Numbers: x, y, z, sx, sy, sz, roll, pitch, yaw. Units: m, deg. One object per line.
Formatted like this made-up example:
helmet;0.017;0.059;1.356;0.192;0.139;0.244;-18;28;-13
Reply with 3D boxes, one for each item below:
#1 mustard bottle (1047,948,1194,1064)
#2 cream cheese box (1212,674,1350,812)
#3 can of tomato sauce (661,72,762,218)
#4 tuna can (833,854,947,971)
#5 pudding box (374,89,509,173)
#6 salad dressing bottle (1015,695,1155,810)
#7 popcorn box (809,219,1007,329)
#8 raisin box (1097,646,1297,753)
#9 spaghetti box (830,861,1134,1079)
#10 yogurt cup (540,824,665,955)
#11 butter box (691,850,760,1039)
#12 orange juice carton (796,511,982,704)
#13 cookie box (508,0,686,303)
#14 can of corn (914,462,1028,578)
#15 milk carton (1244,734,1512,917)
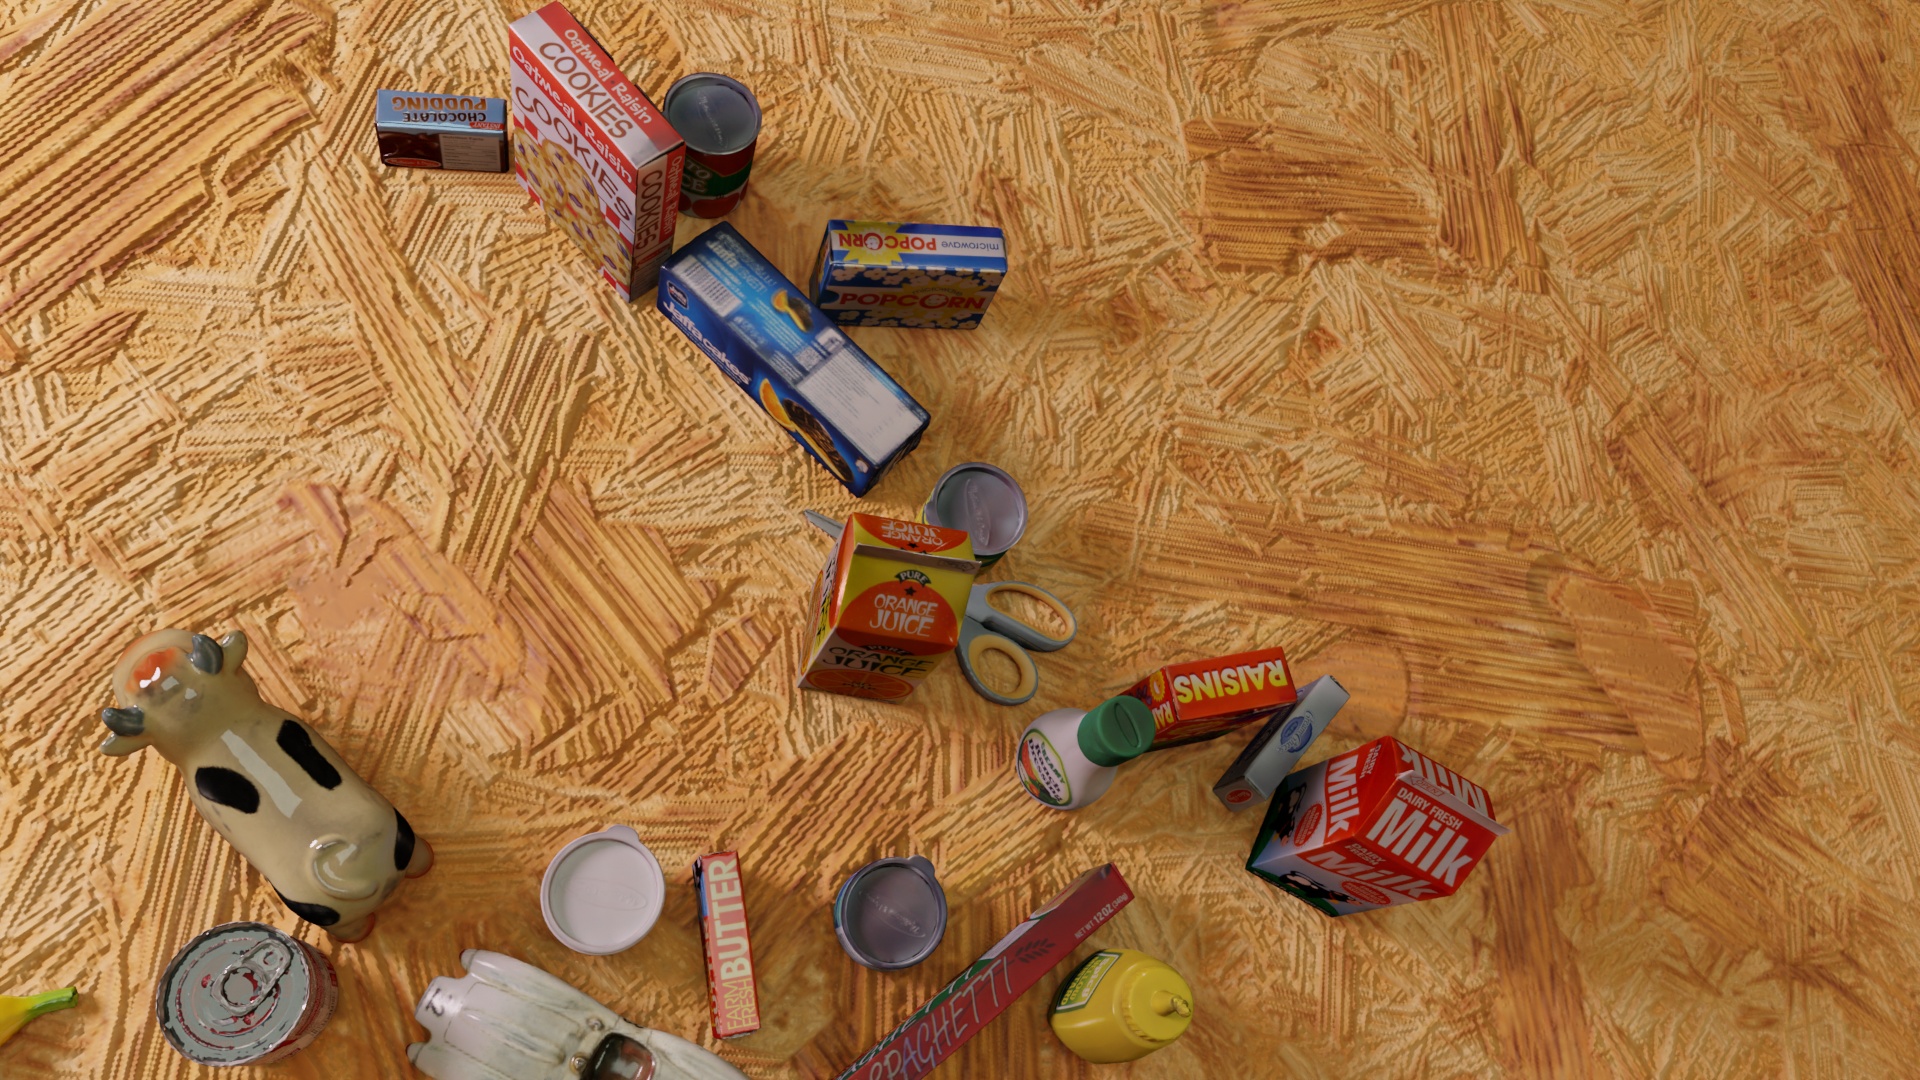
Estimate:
mustard bottle;0.099;0.269;0.808;0.049;0.159;0.065;41;65;1
cream cheese box;0.219;0.138;0.949;0.024;0.053;0.104;45;65;3
can of tomato sauce;-0.179;-0.275;0.975;0.071;0.082;0.071;5;69;-14
tuna can;-0.042;0.228;0.853;0.071;0.032;0.071;5;69;-14
pudding box;-0.352;-0.278;0.946;0.084;0.049;0.030;-1;71;-16
salad dressing bottle;0.077;0.129;0.861;0.044;0.147;0.064;-21;77;-21
popcorn box;-0.038;-0.186;0.981;0.127;0.085;0.038;-1;71;-16
raisin box;0.151;0.107;0.903;0.086;0.123;0.040;-7;73;-18
spaghetti box;0.001;0.281;0.836;0.251;0.050;0.029;-34;82;-24
yogurt cup;-0.207;0.206;0.803;0.072;0.053;0.072;5;69;-14
butter box;-0.137;0.236;0.812;0.024;0.053;0.104;-5;72;-17
orange juice carton;-0.046;0.039;0.835;0.072;0.192;0.073;11;68;-12
cookie box;-0.237;-0.247;0.902;0.040;0.166;0.123;-40;85;-24
can of corn;0.003;-0.012;0.942;0.071;0.058;0.071;5;69;-14
milk carton;0.260;0.179;0.870;0.072;0.189;0.074;30;65;-3
